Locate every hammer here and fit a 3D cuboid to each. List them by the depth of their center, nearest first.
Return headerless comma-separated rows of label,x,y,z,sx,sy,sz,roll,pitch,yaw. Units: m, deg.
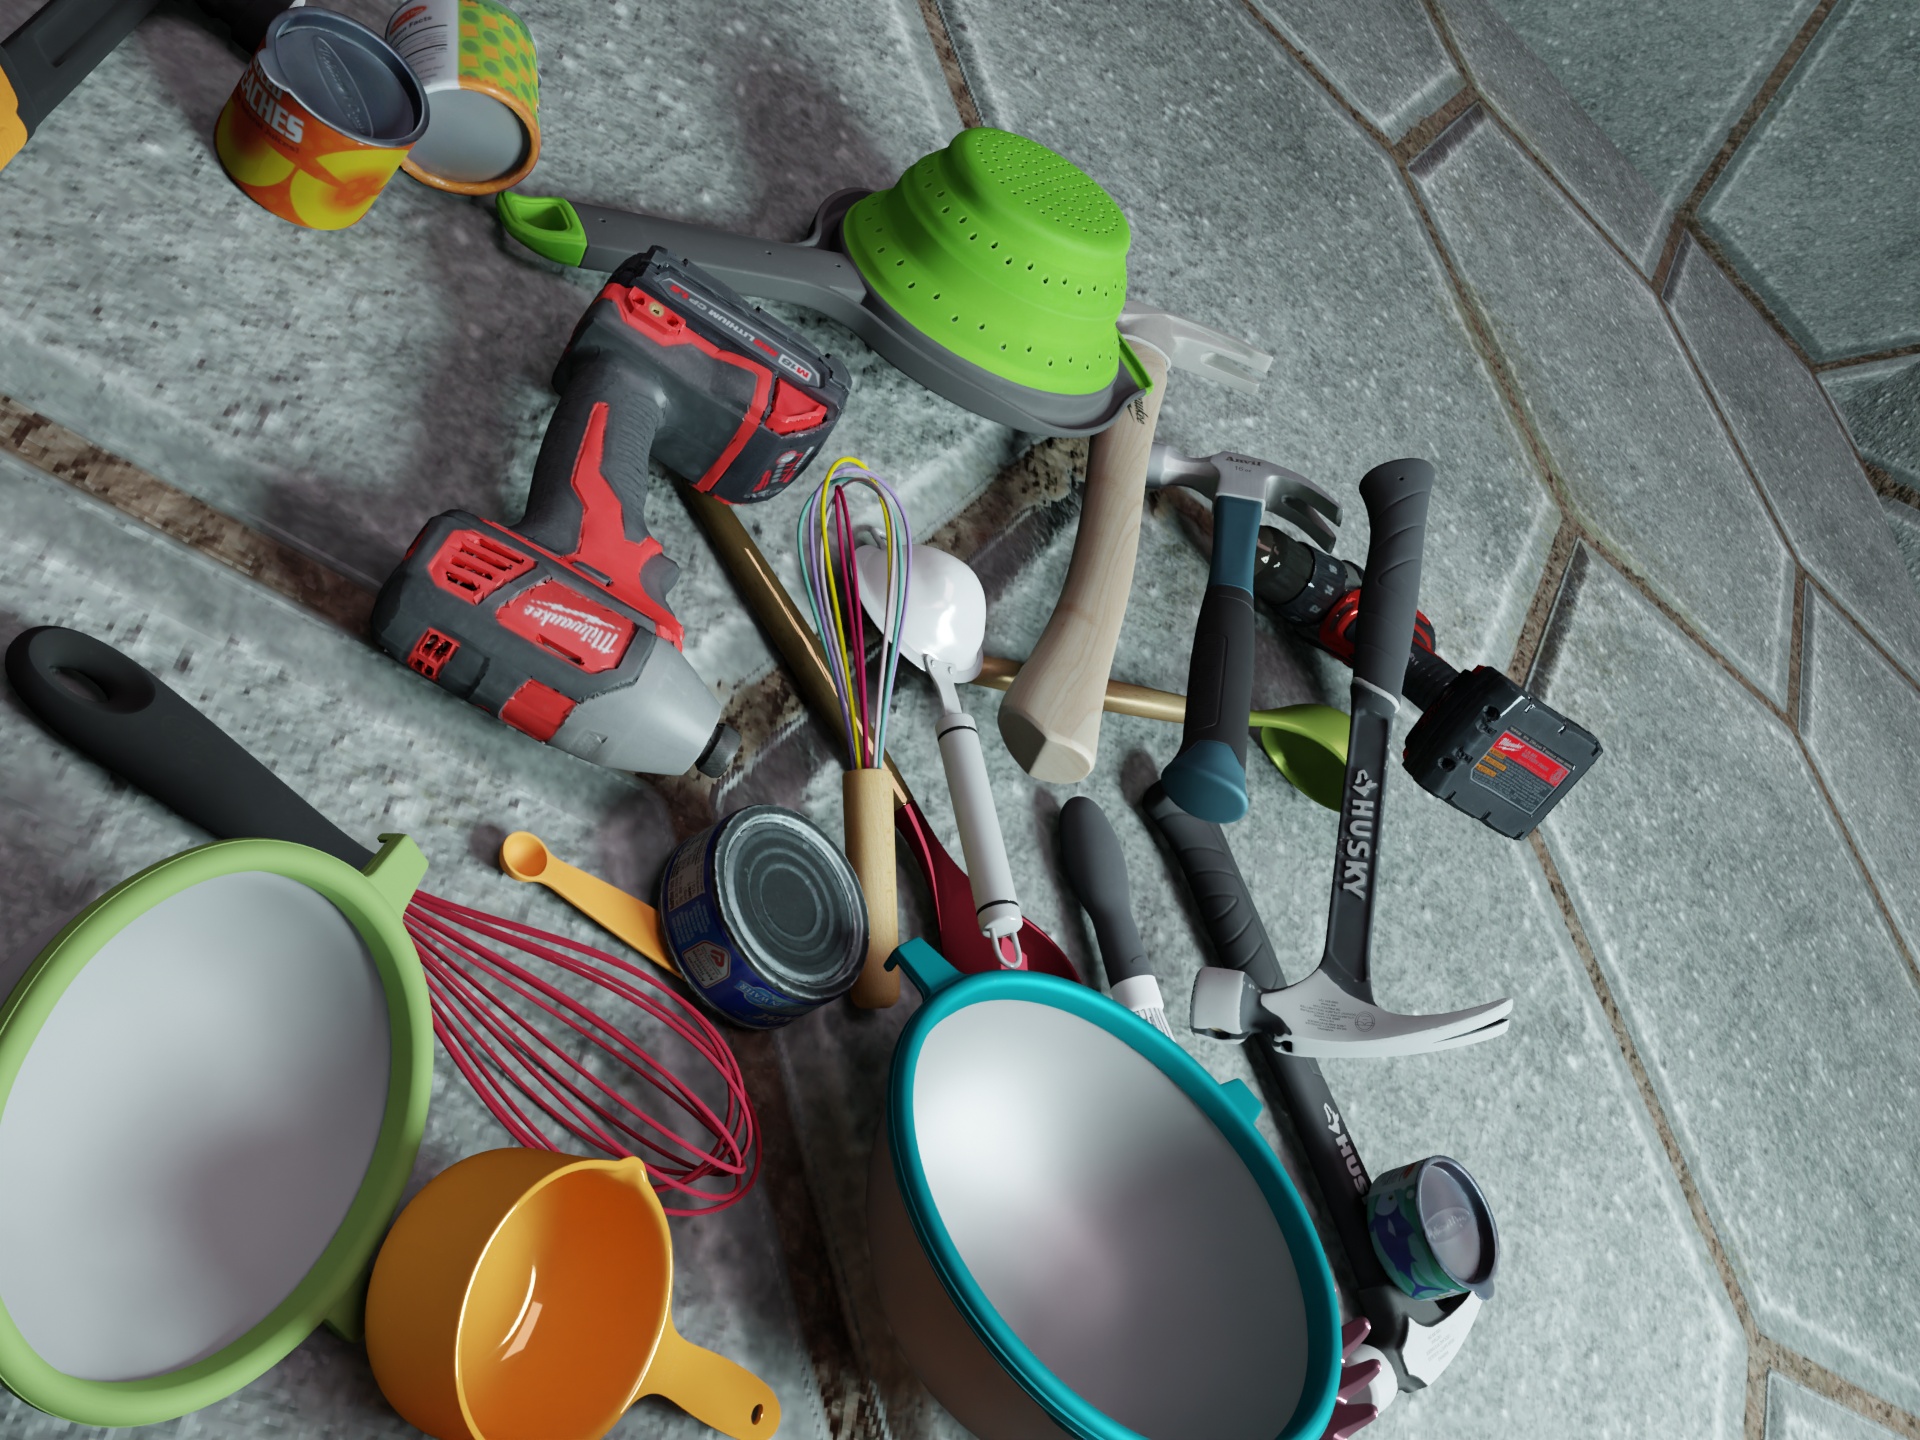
hammer,-0.350,-0.210,0.548,0.127,0.034,0.337,35,44,-27
hammer,0.178,0.178,0.844,0.146,0.035,0.335,-6,69,-48
hammer,0.231,0.001,0.873,0.036,0.149,0.409,76,25,-50
hammer,0.094,-0.117,0.900,0.146,0.038,0.411,19,45,-4
hammer,0.149,-0.061,0.900,0.128,0.033,0.331,10,40,6

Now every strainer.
strainer,-0.242,0.102,0.383,0.256,0.069,0.151,6,89,-65
strainer,0.042,0.247,0.566,0.210,0.095,0.341,27,32,-23
strainer,-0.001,-0.002,0.743,0.086,0.050,0.259,20,46,-42

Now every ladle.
ladle,-0.041,0.018,0.727,0.069,0.031,0.315,-28,85,-50
ladle,0.114,0.004,0.888,0.320,0.078,0.062,10,96,-34

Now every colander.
colander,-0.038,-0.255,0.825,0.397,0.094,0.205,-1,50,-39

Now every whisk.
whisk,-0.182,0.067,0.523,0.295,0.073,0.073,40,41,-11
whisk,-0.045,0.001,0.692,0.047,0.051,0.245,75,12,-77
whisk,0.094,0.162,0.753,0.070,0.070,0.285,12,52,-42

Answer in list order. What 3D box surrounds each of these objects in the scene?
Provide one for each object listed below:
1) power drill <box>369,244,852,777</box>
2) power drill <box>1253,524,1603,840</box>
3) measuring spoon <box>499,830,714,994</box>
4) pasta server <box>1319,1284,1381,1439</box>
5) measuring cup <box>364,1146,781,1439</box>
power drill,-0.128,-0.080,0.651,0.143,0.078,0.220,31,50,-16
power drill,0.273,-0.038,1.005,0.187,0.080,0.227,25,20,-35
measuring spoon,-0.128,0.078,0.608,0.116,0.011,0.021,38,38,-28
pasta server,0.159,0.374,0.638,0.060,0.040,0.317,20,35,-15
measuring cup,-0.118,0.198,0.511,0.173,0.052,0.095,55,46,-45
